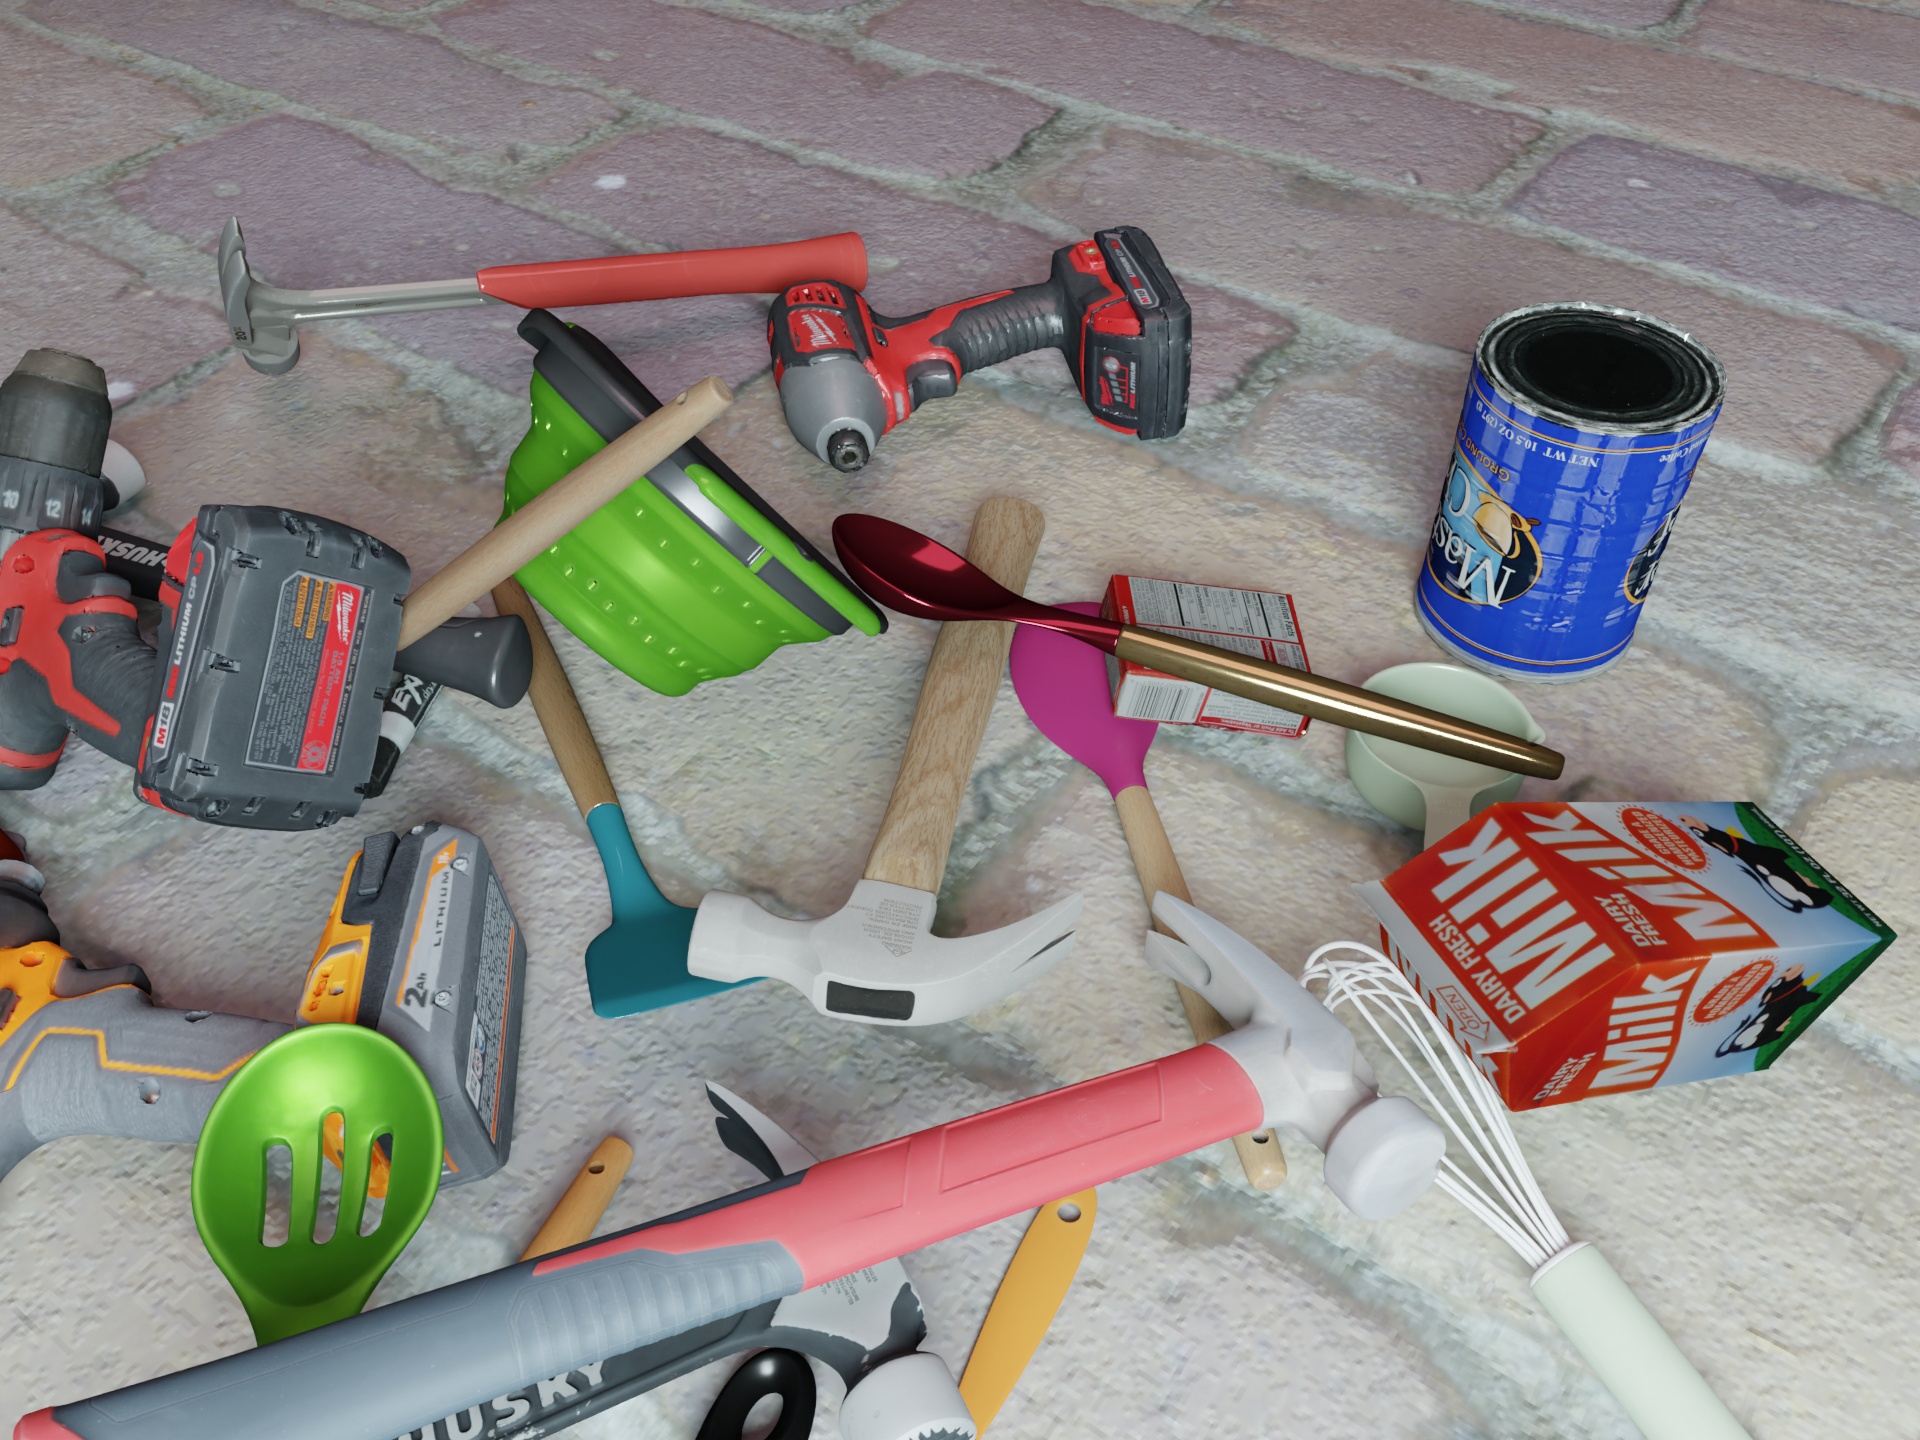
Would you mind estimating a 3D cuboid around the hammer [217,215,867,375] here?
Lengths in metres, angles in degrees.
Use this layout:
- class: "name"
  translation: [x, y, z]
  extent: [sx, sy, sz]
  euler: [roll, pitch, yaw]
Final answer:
- class: "hammer"
  translation: [-0.222, -0.251, 0.899]
  extent: [0.359, 0.149, 0.037]
  euler: [-11, 86, -21]

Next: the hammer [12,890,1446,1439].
- class: "hammer"
  translation: [-0.051, 0.136, 0.460]
  extent: [0.386, 0.038, 0.143]
  euler: [-10, 32, -27]

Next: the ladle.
- class: "ladle"
  translation: [0.092, -0.028, 0.662]
  extent: [0.315, 0.031, 0.069]
  euler: [17, 26, 11]

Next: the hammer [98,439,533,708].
- class: "hammer"
  translation: [-0.339, -0.055, 0.737]
  extent: [0.335, 0.035, 0.146]
  euler: [14, 46, 22]

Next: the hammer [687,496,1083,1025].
- class: "hammer"
  translation: [-0.001, -0.002, 0.666]
  extent: [0.130, 0.031, 0.332]
  euler: [12, 38, 4]

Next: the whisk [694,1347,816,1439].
- class: "whisk"
  translation: [-0.100, 0.286, 0.390]
  extent: [0.073, 0.073, 0.296]
  euler: [13, 39, 13]

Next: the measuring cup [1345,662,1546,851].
- class: "measuring cup"
  translation: [0.194, 0.046, 0.644]
  extent: [0.083, 0.038, 0.168]
  euler: [7, 47, 7]

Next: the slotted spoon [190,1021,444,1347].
- class: "slotted spoon"
  translation: [-0.170, 0.213, 0.386]
  extent: [0.070, 0.031, 0.314]
  euler: [-3, 45, -10]

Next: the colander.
- class: "colander"
  translation: [-0.169, -0.112, 0.768]
  extent: [0.094, 0.204, 0.398]
  euler: [-48, 35, 3]

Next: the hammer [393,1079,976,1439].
- class: "hammer"
  translation: [-0.208, 0.220, 0.432]
  extent: [0.409, 0.036, 0.149]
  euler: [-18, 38, -16]

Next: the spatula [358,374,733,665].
- class: "spatula"
  translation: [-0.209, -0.044, 0.628]
  extent: [0.316, 0.018, 0.060]
  euler: [-30, 51, 24]

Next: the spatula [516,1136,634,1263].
- class: "spatula"
  translation: [-0.176, 0.253, 0.447]
  extent: [0.081, 0.041, 0.323]
  euler: [13, 42, 16]

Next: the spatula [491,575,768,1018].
- class: "spatula"
  translation: [-0.157, 0.015, 0.674]
  extent: [0.082, 0.044, 0.318]
  euler: [-13, 44, -24]

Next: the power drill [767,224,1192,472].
- class: "power drill"
  translation: [0.008, -0.196, 0.870]
  extent: [0.219, 0.078, 0.143]
  euler: [-10, 45, -5]

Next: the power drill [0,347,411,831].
- class: "power drill"
  translation: [-0.331, -0.054, 0.638]
  extent: [0.227, 0.080, 0.188]
  euler: [9, 87, 29]

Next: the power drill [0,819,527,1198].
- class: "power drill"
  translation: [-0.277, 0.102, 0.563]
  extent: [0.226, 0.084, 0.164]
  euler: [-8, 44, -2]

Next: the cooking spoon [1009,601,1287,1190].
- class: "cooking spoon"
  translation: [0.077, 0.049, 0.654]
  extent: [0.068, 0.017, 0.319]
  euler: [-8, 44, -7]

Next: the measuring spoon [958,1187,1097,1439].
- class: "measuring spoon"
  translation: [0.017, 0.193, 0.511]
  extent: [0.021, 0.011, 0.117]
  euler: [19, 48, 19]

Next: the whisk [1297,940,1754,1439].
- class: "whisk"
  translation: [0.187, 0.169, 0.513]
  extent: [0.057, 0.059, 0.247]
  euler: [-9, 47, -33]
